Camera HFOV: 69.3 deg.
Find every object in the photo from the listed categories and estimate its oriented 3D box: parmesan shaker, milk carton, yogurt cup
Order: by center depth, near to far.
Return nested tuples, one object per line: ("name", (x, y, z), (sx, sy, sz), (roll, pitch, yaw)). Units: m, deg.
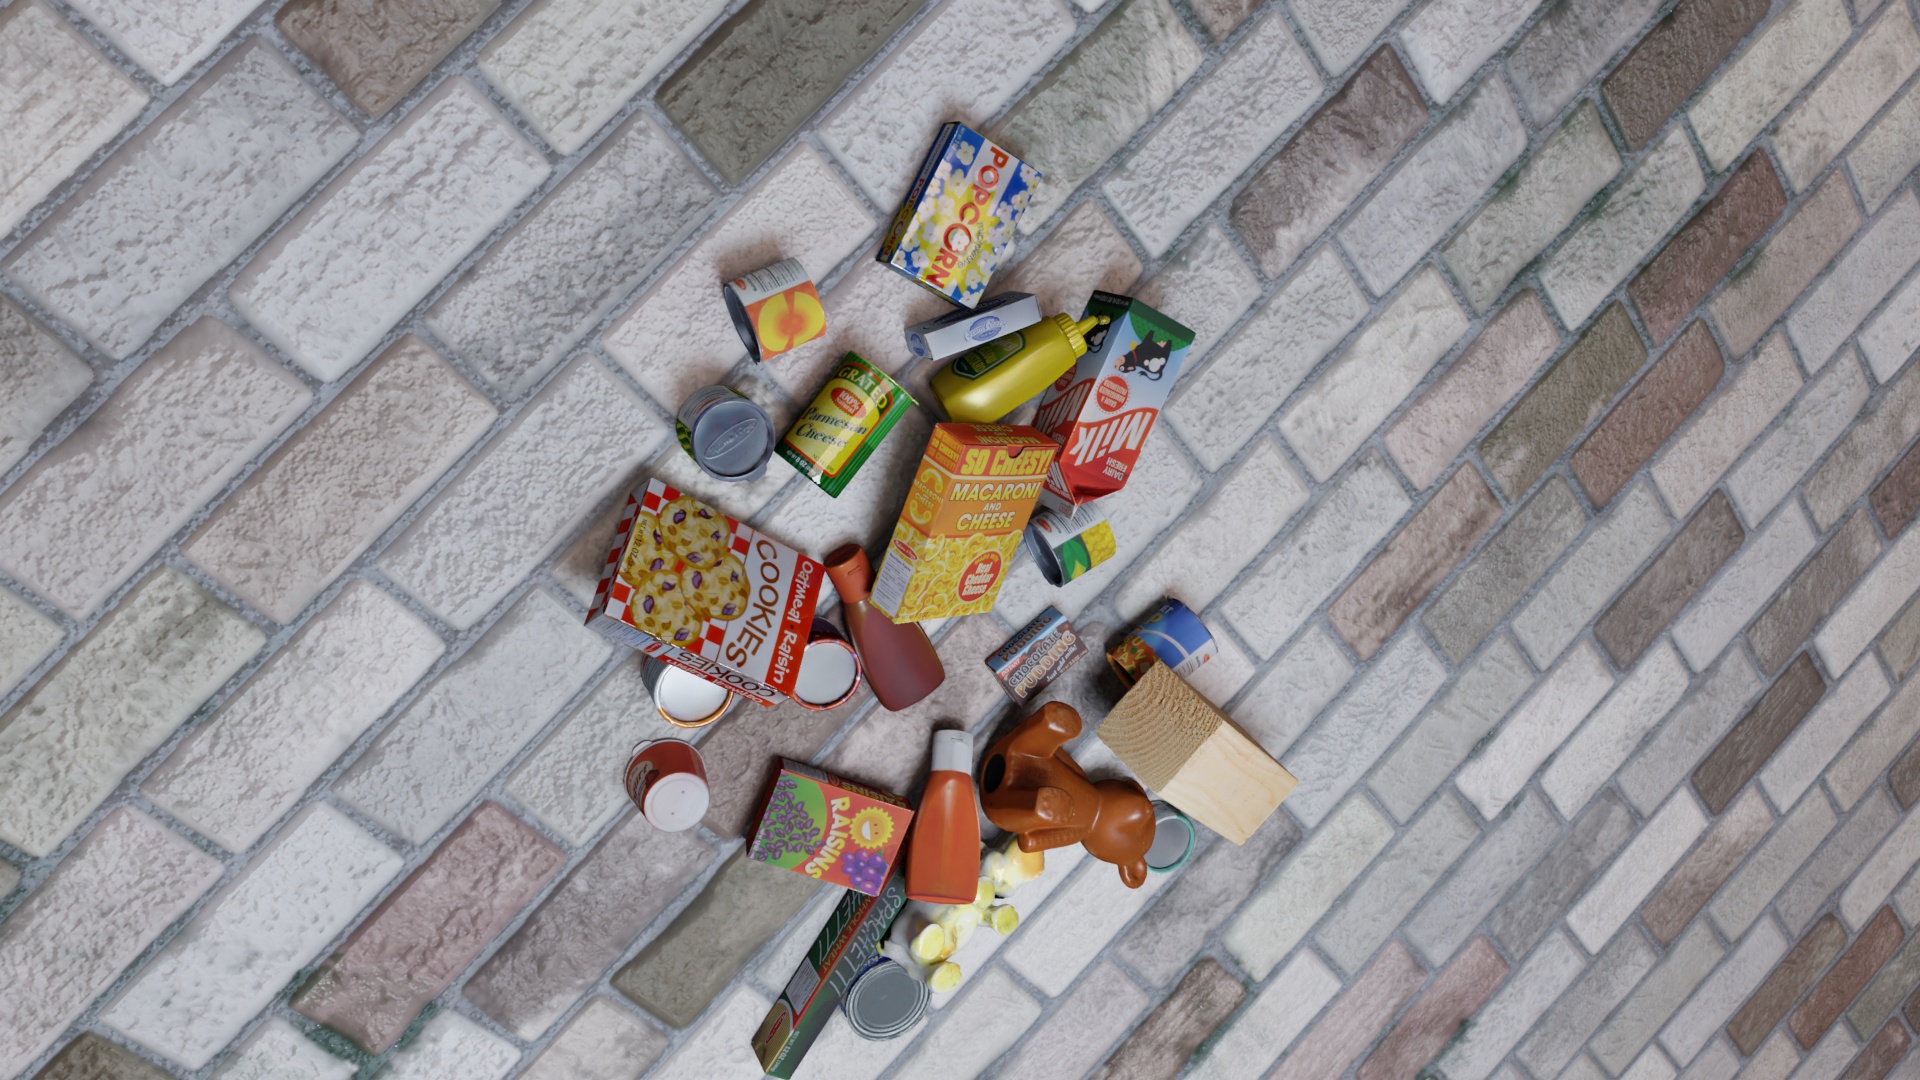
("parmesan shaker", (-0.092, -0.091, 1.119), (0.071, 0.071, 0.103), (39, 88, -28))
("yogurt cup", (-0.240, 0.206, 1.152), (0.072, 0.054, 0.072), (-7, 109, -22))
("milk carton", (0.120, -0.113, 1.204), (0.073, 0.072, 0.190), (22, 96, -28))

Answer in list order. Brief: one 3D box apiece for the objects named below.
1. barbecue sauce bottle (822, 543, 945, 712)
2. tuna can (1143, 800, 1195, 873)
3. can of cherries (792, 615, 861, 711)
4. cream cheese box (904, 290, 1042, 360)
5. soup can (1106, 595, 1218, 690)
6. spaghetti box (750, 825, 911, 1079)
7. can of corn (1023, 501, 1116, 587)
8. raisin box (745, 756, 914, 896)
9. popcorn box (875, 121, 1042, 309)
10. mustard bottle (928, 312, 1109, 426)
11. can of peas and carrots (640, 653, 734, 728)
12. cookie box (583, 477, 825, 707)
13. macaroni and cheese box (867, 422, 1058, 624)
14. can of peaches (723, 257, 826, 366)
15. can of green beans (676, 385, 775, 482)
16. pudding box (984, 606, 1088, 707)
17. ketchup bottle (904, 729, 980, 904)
("barbecue sauce bottle", (-0.070, 0.073, 1.193), (0.065, 0.044, 0.148), (-32, 115, -14))
("tuna can", (0.199, 0.298, 1.383), (0.071, 0.033, 0.071), (-7, 108, -21))
("can of cherries", (-0.120, 0.103, 1.171), (0.071, 0.058, 0.071), (-7, 108, -21))
("cream cheese box", (0.010, -0.178, 1.147), (0.104, 0.053, 0.024), (-23, 109, -16))
("soup can", (0.187, 0.103, 1.304), (0.084, 0.071, 0.071), (-37, 117, -9))
("spaghetti box", (-0.107, 0.370, 1.261), (0.028, 0.050, 0.250), (32, 91, -29))
("can of corn", (0.097, 0.001, 1.233), (0.058, 0.071, 0.071), (-29, 115, -13))
("raisin box", (-0.115, 0.250, 1.212), (0.123, 0.040, 0.086), (21, 94, -14))
("popcorn box", (-0.001, -0.262, 1.125), (0.085, 0.038, 0.126), (25, 94, -28))
("mustard bottle", (0.053, -0.151, 1.159), (0.160, 0.065, 0.048), (-31, 125, -4))
("can of peas and carrots", (-0.220, 0.113, 1.130), (0.071, 0.059, 0.070), (-7, 109, -21))
("cookie box", (-0.196, 0.043, 1.094), (0.167, 0.040, 0.123), (29, 55, -28))
("macaroni and cheese box", (0.004, -0.014, 1.154), (0.124, 0.040, 0.165), (-4, 123, -49))
("can of peaches", (-0.143, -0.177, 1.075), (0.058, 0.071, 0.071), (-26, 114, -15))
("can of green beans", (-0.184, -0.084, 1.087), (0.071, 0.058, 0.071), (-7, 108, -22))
("pudding box", (0.070, 0.106, 1.271), (0.084, 0.030, 0.049), (-39, 116, -9))
("ketchup bottle", (-0.012, 0.244, 1.231), (0.065, 0.043, 0.149), (10, 68, -12))
